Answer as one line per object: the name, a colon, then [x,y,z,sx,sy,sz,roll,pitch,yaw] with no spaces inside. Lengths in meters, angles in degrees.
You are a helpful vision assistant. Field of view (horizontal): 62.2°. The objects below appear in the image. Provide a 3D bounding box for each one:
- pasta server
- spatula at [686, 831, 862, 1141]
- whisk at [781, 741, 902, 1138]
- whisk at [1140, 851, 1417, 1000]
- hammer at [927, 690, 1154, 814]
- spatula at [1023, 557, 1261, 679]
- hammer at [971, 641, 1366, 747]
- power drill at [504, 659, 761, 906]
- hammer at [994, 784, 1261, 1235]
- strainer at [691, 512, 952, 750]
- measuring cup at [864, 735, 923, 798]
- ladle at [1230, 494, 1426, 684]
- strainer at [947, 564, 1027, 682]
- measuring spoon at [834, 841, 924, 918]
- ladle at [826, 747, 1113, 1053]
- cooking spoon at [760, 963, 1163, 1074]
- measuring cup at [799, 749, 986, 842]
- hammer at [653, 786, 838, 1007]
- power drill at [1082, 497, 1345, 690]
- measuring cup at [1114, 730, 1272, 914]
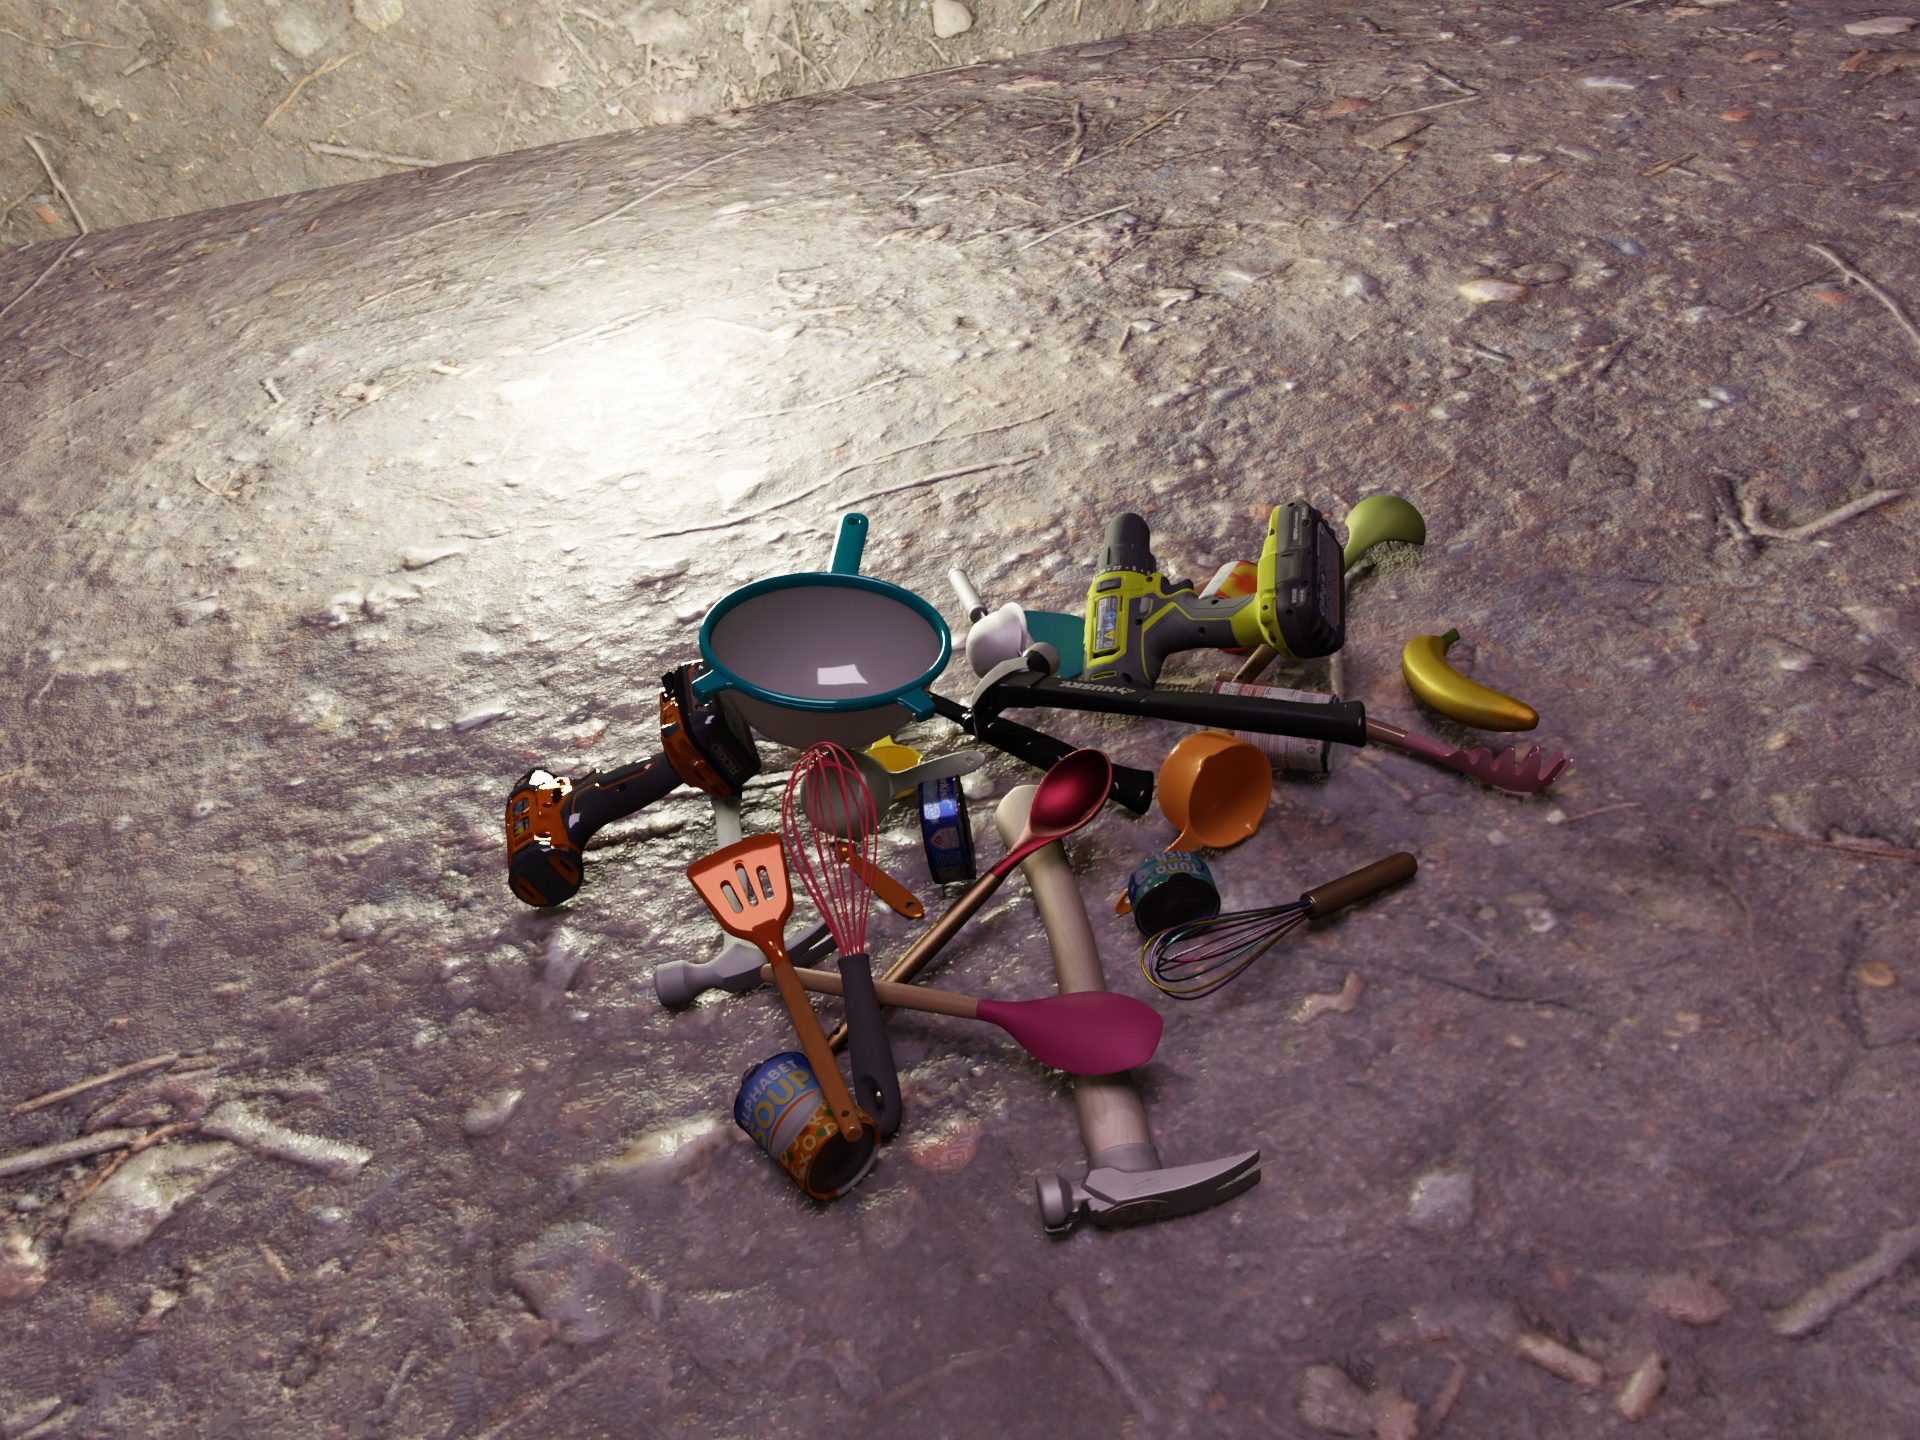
pasta server: [0.352,0.001,1.336,0.316,0.040,0.060,22,15,37]
spatula: [-0.125,0.187,1.148,0.081,0.041,0.323,-22,32,-11]
whisk: [-0.081,0.153,1.152,0.073,0.073,0.296,-12,70,-1]
whisk: [0.237,0.142,1.173,0.245,0.051,0.047,-19,26,-23]
hammer: [-0.002,-0.005,1.415,0.409,0.036,0.149,24,36,32]
spatula: [0.207,-0.116,1.510,0.317,0.044,0.082,-23,64,-17]
hammer: [0.163,-0.010,1.272,0.335,0.035,0.146,7,27,33]
power drill: [-0.293,0.046,1.369,0.226,0.084,0.164,-33,35,3]
hammer: [0.097,0.187,1.173,0.146,0.038,0.411,-11,38,-2]
strainer: [-0.112,-0.072,1.404,0.211,0.095,0.341,5,33,0]
measuring cup: [-0.071,0.026,1.425,0.062,0.029,0.157,-9,26,-8]
ladle: [0.334,-0.112,1.467,0.078,0.062,0.320,22,52,33]
strainer: [0.016,-0.098,1.521,0.050,0.087,0.259,17,21,-20]
measuring spoon: [-0.067,0.129,1.301,0.021,0.011,0.117,-32,43,-24]
ladle: [0.009,0.138,1.218,0.315,0.031,0.069,-44,38,-18]
cooking spoon: [-0.009,0.203,1.140,0.319,0.017,0.069,4,47,27]
measuring cup: [-0.060,0.049,1.323,0.167,0.038,0.083,-16,74,23]
hammer: [-0.196,0.078,1.376,0.144,0.035,0.406,-13,39,-2]
power drill: [0.214,-0.116,1.395,0.228,0.080,0.191,-11,59,32]
measuring cup: [0.170,0.081,1.263,0.173,0.095,0.052,-45,36,-9]
